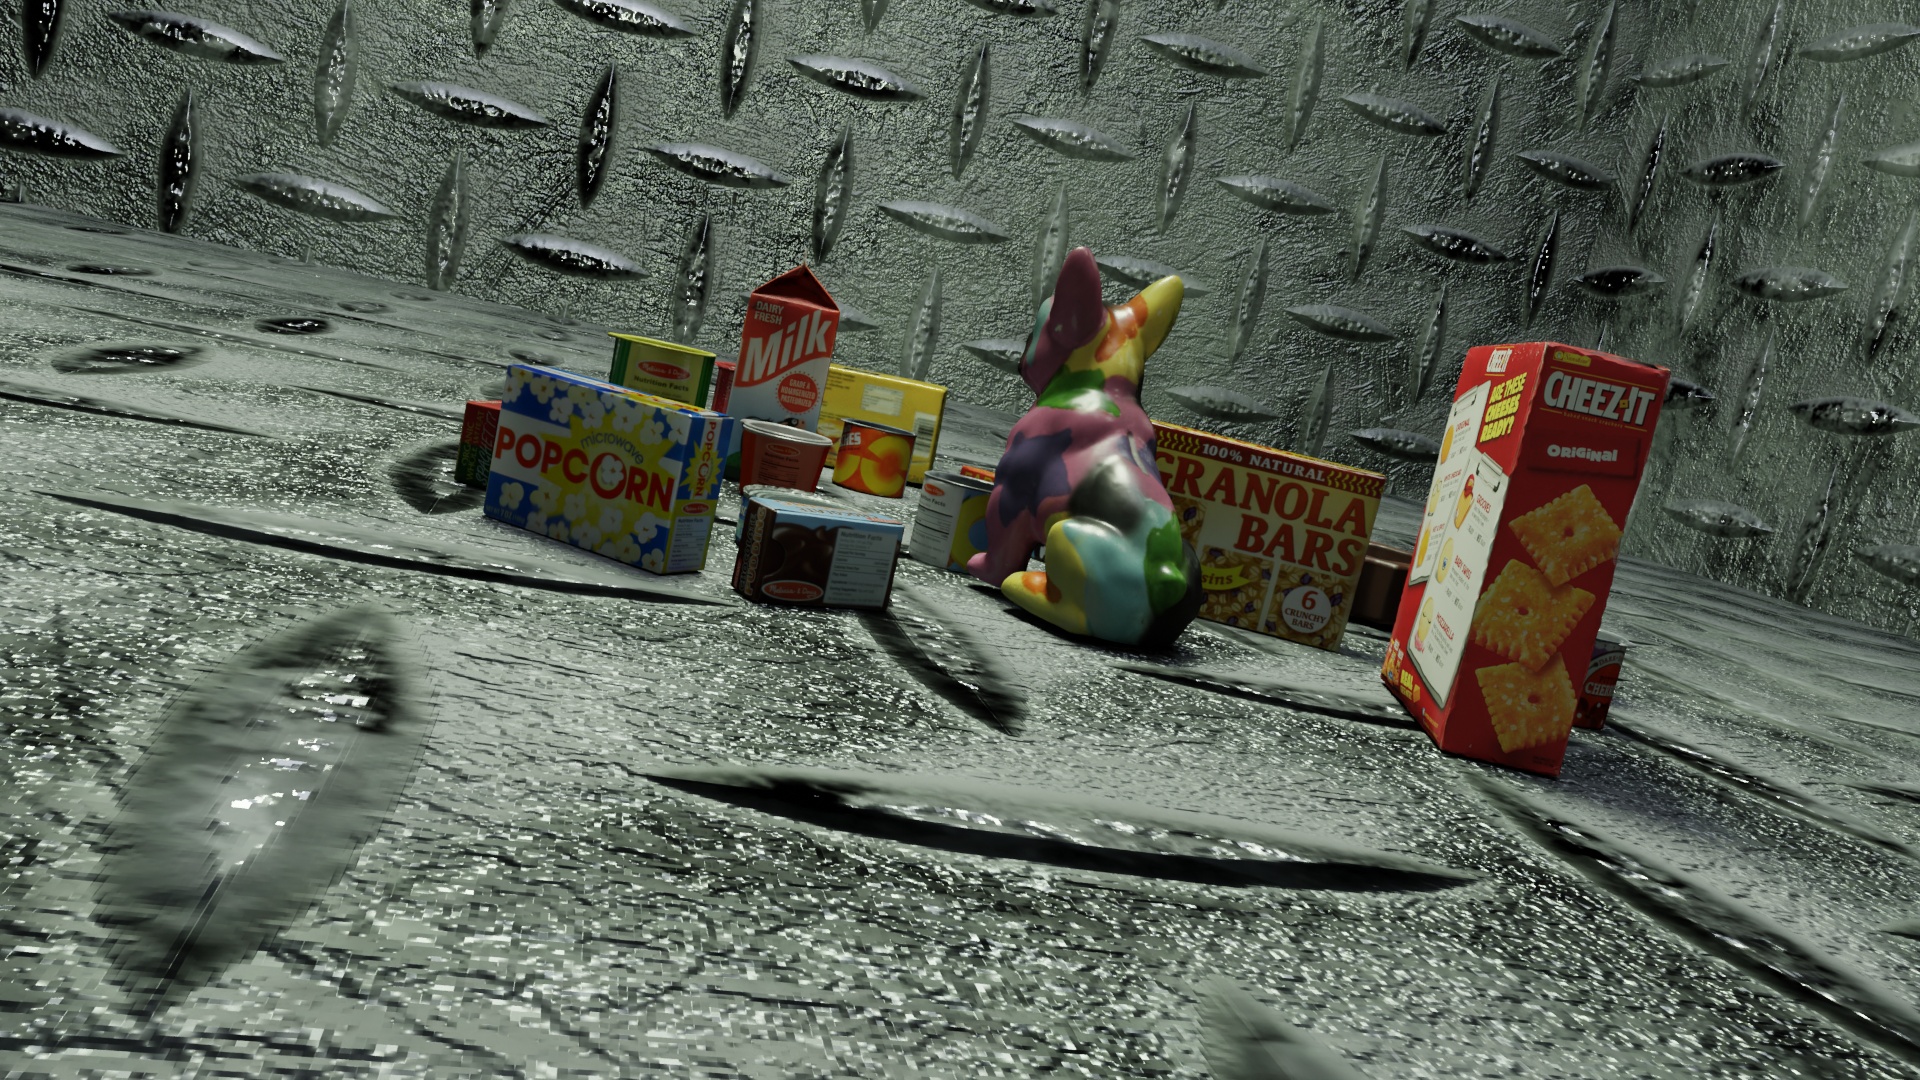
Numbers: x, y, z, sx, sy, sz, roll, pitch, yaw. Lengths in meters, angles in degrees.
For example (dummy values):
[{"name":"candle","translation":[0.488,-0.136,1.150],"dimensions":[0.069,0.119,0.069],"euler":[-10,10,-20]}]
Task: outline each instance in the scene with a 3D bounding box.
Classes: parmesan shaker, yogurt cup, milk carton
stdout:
[{"name":"parmesan shaker","translation":[-0.208,-0.080,0.922],"dimensions":[0.071,0.103,0.071],"euler":[13,8,-2]},{"name":"yogurt cup","translation":[-0.135,-0.057,1.046],"dimensions":[0.072,0.054,0.072],"euler":[13,8,-2]},{"name":"milk carton","translation":[-0.142,-0.140,1.114],"dimensions":[0.073,0.190,0.072],"euler":[12,8,-8]}]

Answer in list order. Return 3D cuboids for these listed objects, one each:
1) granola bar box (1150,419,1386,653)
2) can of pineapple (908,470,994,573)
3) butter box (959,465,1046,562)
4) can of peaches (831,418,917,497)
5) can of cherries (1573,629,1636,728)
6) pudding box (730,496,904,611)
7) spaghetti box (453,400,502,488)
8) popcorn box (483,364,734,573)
[{"name":"granola bar box","translation":[0.193,-0.005,0.954],"dimensions":[0.166,0.124,0.039],"euler":[14,8,9]},{"name":"can of pineapple","translation":[0.003,-0.012,0.941],"dimensions":[0.071,0.057,0.071],"euler":[13,8,-2]},{"name":"butter box","translation":[0.039,-0.021,1.075],"dimensions":[0.103,0.053,0.024],"euler":[20,10,39]},{"name":"can of peaches","translation":[-0.078,-0.073,1.225],"dimensions":[0.071,0.058,0.071],"euler":[13,8,-2]},{"name":"can of cherries","translation":[0.388,0.083,0.889],"dimensions":[0.071,0.058,0.071],"euler":[13,8,-2]},{"name":"pudding box","translation":[-0.073,0.008,0.724],"dimensions":[0.084,0.049,0.030],"euler":[6,10,-39]},{"name":"spaghetti box","translation":[-0.265,-0.070,0.945],"dimensions":[0.029,0.050,0.250],"euler":[14,8,8]},{"name":"popcorn box","translation":[-0.189,-0.039,0.738],"dimensions":[0.127,0.085,0.038],"euler":[16,8,23]}]
